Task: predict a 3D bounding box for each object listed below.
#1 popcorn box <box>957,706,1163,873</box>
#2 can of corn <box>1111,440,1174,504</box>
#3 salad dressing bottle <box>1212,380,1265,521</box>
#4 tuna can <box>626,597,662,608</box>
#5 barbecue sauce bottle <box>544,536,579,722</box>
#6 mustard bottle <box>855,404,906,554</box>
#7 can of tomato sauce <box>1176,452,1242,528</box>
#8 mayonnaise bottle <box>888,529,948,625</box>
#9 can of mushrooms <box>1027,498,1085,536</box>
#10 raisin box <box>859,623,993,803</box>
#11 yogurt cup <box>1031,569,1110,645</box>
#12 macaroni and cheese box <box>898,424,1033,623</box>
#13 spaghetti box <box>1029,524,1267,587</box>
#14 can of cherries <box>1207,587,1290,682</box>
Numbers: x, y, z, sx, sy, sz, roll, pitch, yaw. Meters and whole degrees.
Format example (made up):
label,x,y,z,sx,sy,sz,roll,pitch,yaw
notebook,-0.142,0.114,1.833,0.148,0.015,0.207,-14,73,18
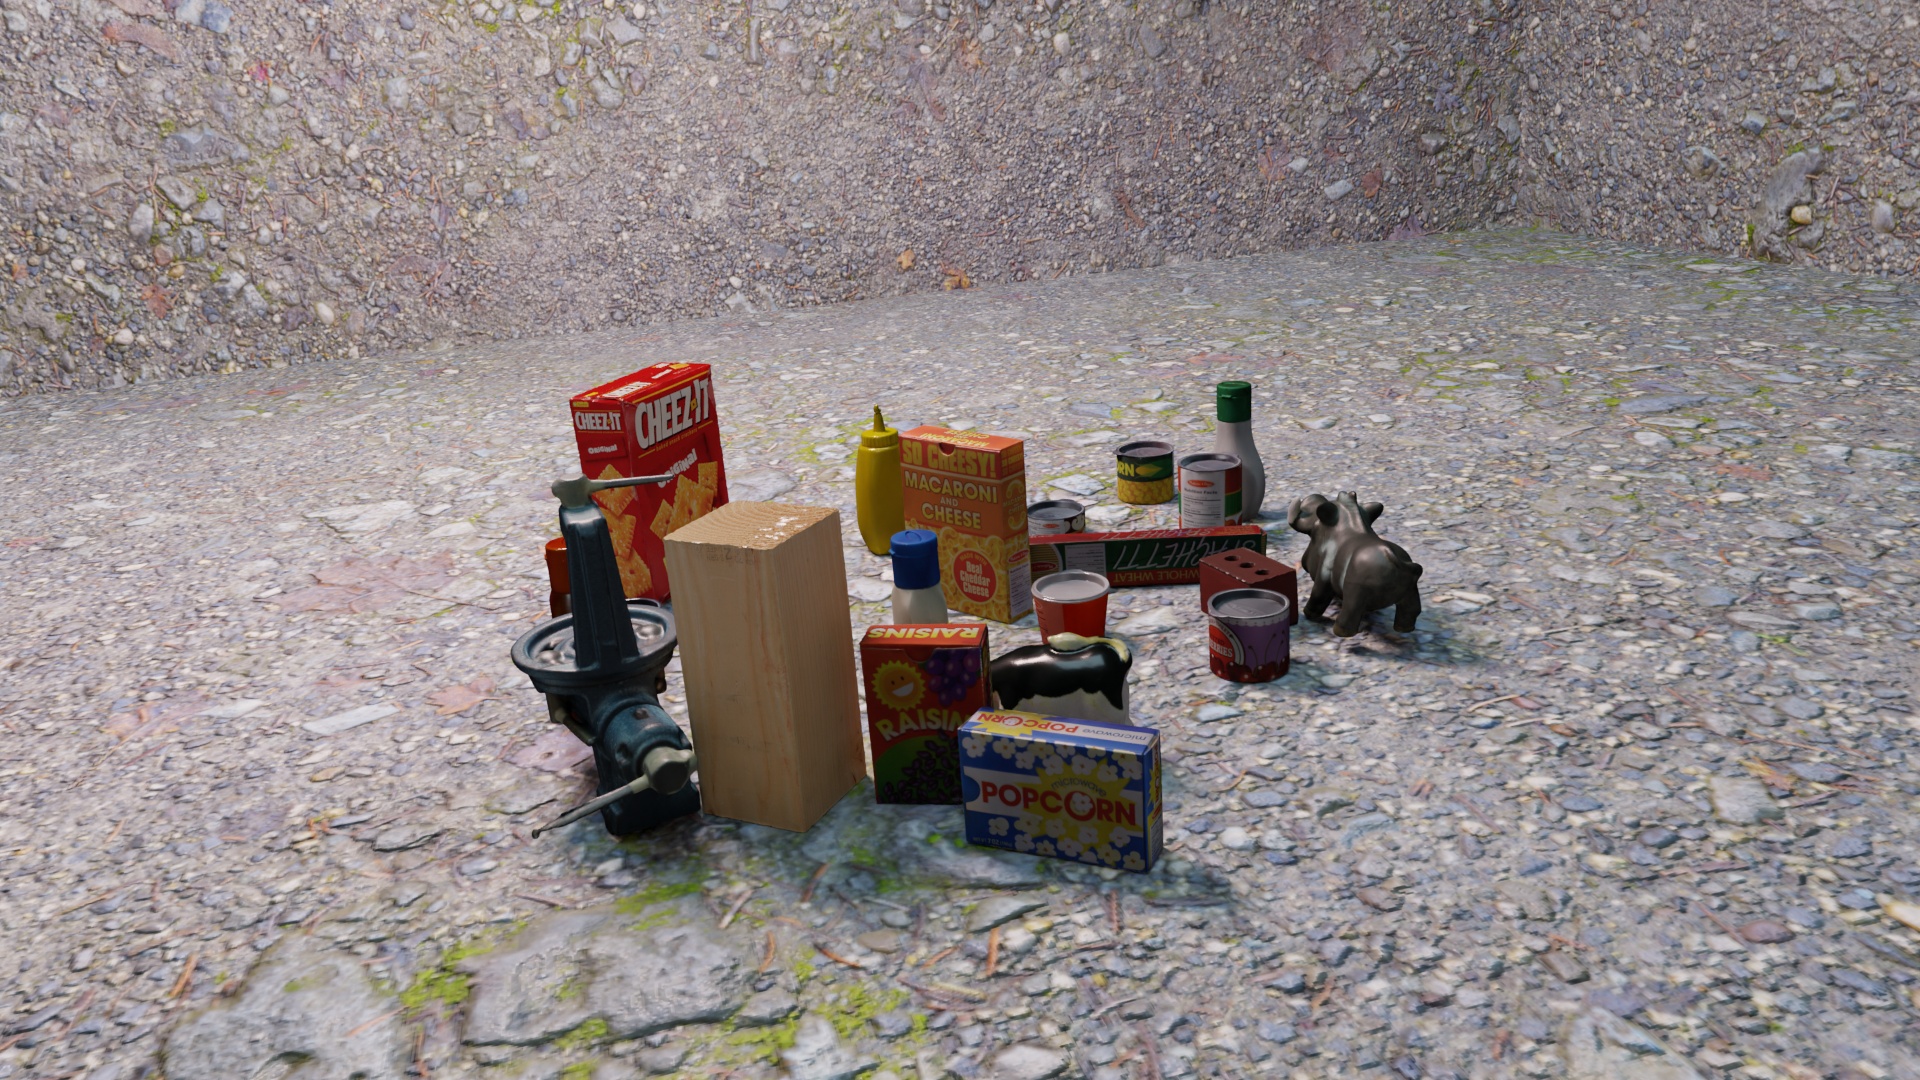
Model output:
label,x,y,z,sx,sy,sz,roll,pitch,yaw
popcorn box,0.065,0.159,0.894,0.127,0.085,0.038,4,20,23
can of corn,0.209,-0.077,1.586,0.071,0.058,0.071,-4,19,1
salad dressing bottle,0.293,-0.096,1.484,0.064,0.147,0.044,10,23,36
tuna can,-0.307,0.080,1.280,0.071,0.032,0.071,-4,19,1
barbecue sauce bottle,-0.309,0.071,1.132,0.044,0.148,0.065,-10,19,-16
mustard bottle,-0.080,-0.067,1.463,0.065,0.159,0.049,-14,21,-26
can of tomato sauce,0.259,-0.043,1.439,0.071,0.082,0.071,-4,19,1
mayonnaise bottle,-0.030,0.066,1.086,0.041,0.147,0.065,-10,20,-17
can of mushrooms,0.102,-0.019,1.479,0.071,0.033,0.071,-4,19,1
raisin box,-0.021,0.121,0.965,0.086,0.123,0.040,-1,19,10
yogurt cup,0.097,0.063,1.211,0.072,0.053,0.072,-4,19,1
macaroni and cheese box,0.005,-0.016,1.288,0.124,0.165,0.040,11,24,39
spaghetti box,0.166,0.017,1.334,0.250,0.050,0.029,-3,19,4
can of cherries,0.233,0.077,1.134,0.071,0.058,0.072,-4,19,1
